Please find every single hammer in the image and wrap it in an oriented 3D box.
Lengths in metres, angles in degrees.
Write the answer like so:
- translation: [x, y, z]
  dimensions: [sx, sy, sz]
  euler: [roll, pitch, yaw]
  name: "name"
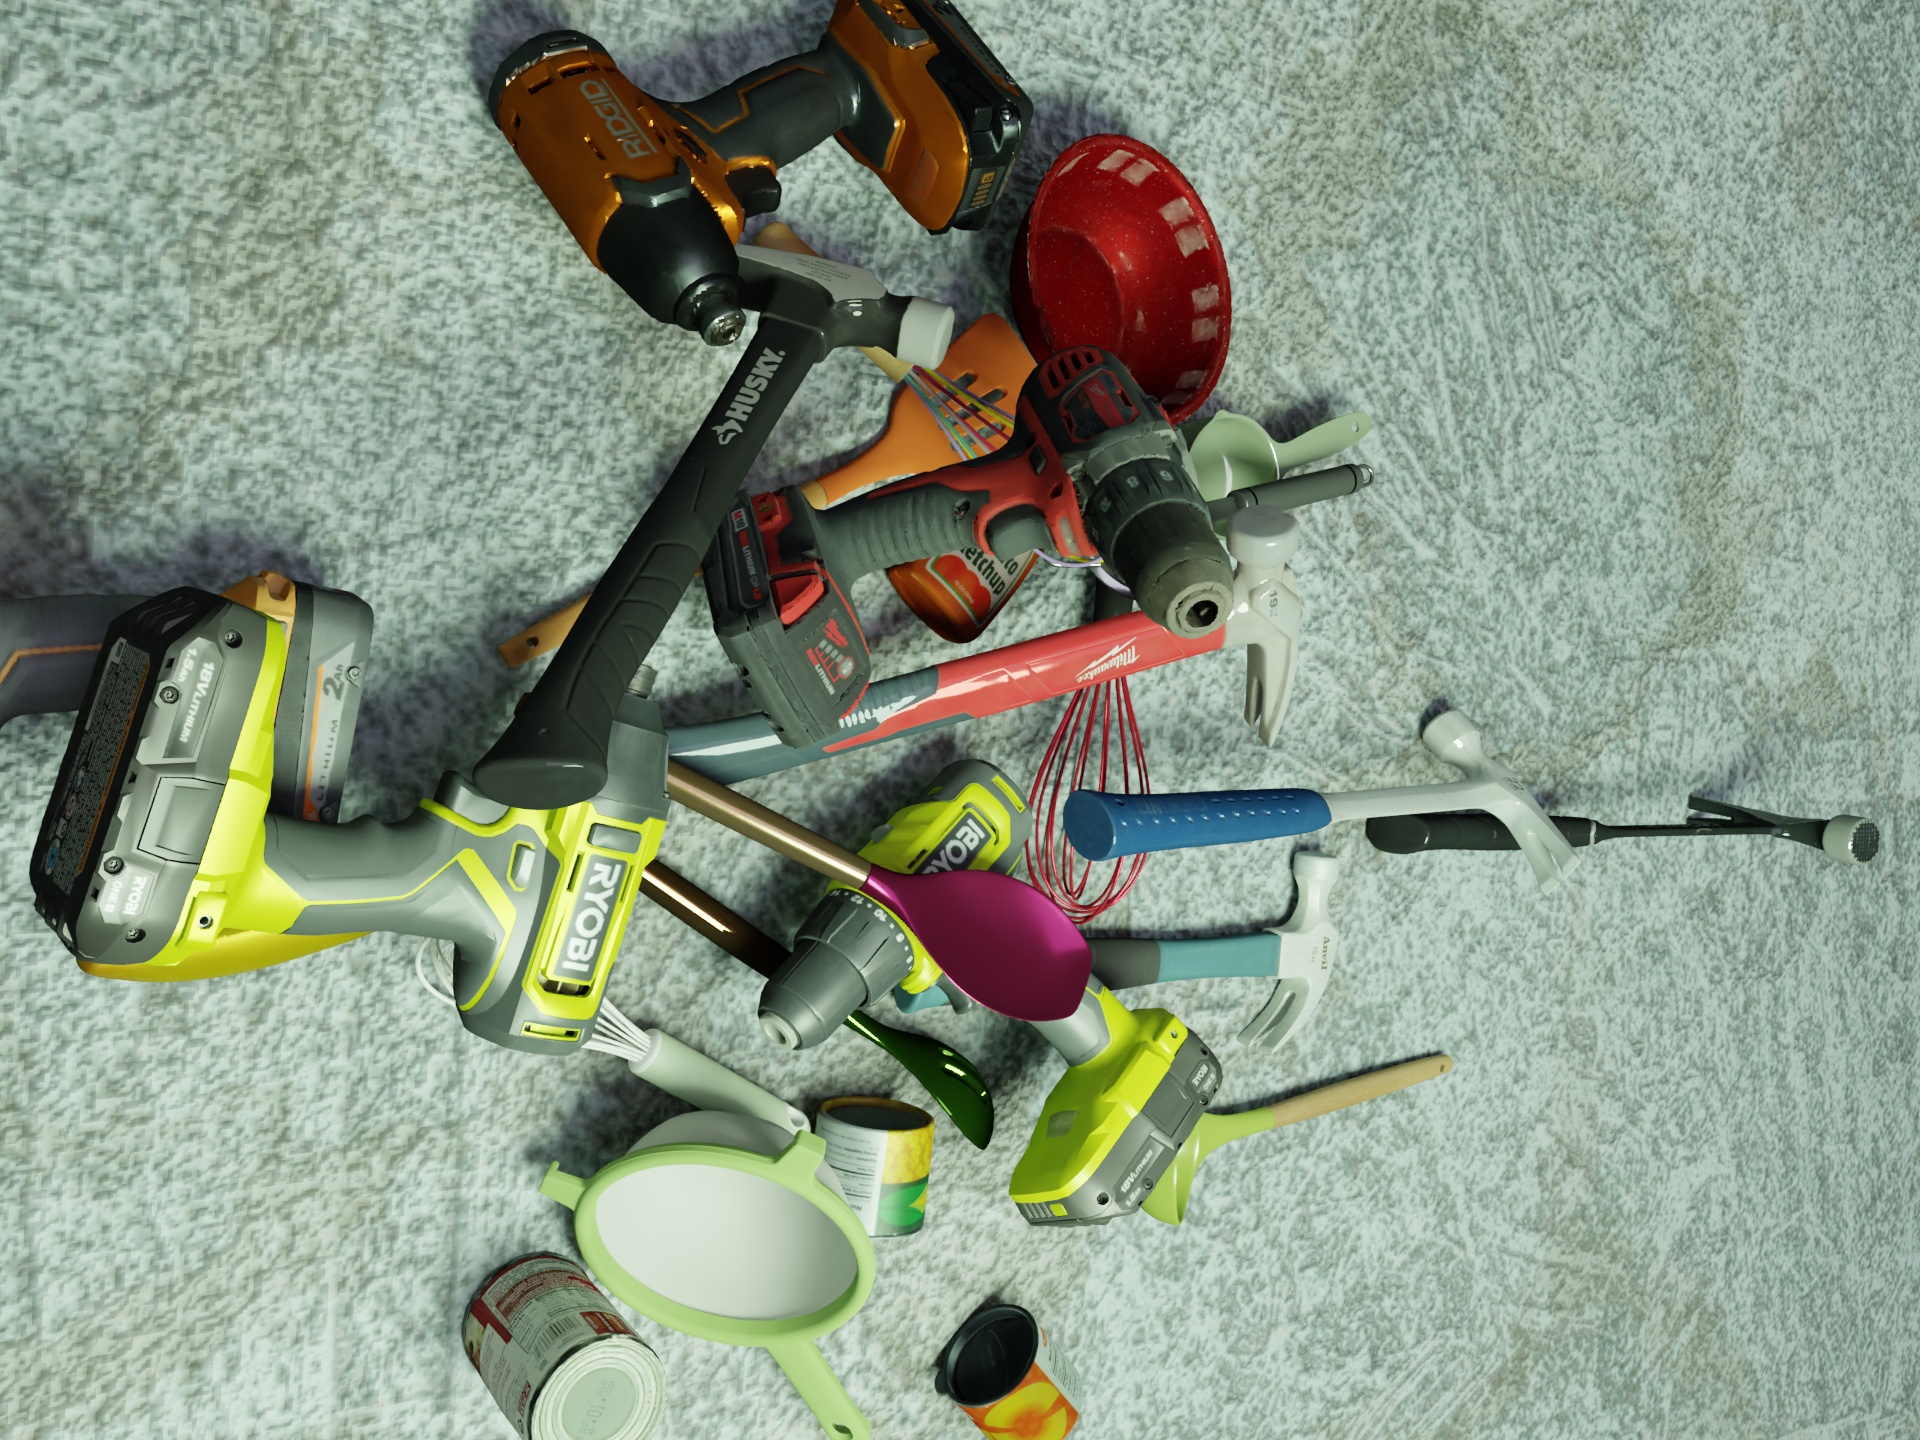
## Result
- translation: [-0.119, -0.097, 0.685]
  dimensions: [0.146, 0.035, 0.335]
  euler: [18, 52, 4]
  name: "hammer"
- translation: [0.472, 0.079, 1.170]
  dimensions: [0.408, 0.149, 0.036]
  euler: [1, 95, -24]
  name: "hammer"
- translation: [0.106, 0.147, 0.978]
  dimensions: [0.330, 0.033, 0.128]
  euler: [2, 93, -33]
  name: "hammer"
- translation: [-0.001, -0.003, 0.829]
  dimensions: [0.386, 0.038, 0.143]
  euler: [-16, 128, -13]
  name: "hammer"
- translation: [0.226, 0.056, 0.961]
  dimensions: [0.405, 0.144, 0.035]
  euler: [-1, 136, -39]
  name: "hammer"

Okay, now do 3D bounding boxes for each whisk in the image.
- translation: [-0.007, -0.170, 0.820]
  dimensions: [0.245, 0.047, 0.051]
  euler: [41, 73, -7]
  name: "whisk"
- translation: [0.086, -0.028, 0.929]
  dimensions: [0.073, 0.073, 0.296]
  euler: [10, 85, -33]
  name: "whisk"
- translation: [-0.165, 0.163, 0.800]
  dimensions: [0.059, 0.058, 0.246]
  euler: [-40, 124, 16]
  name: "whisk"

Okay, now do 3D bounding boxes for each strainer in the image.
- translation: [-0.096, 0.285, 0.832]
  dimensions: [0.069, 0.151, 0.256]
  euler: [-79, 152, -53]
  name: "strainer"
- translation: [0.159, -0.127, 0.930]
  dimensions: [0.258, 0.050, 0.087]
  euler: [-17, 87, -35]
  name: "strainer"

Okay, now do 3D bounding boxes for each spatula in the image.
- translation: [-0.089, -0.109, 0.815]
  dimensions: [0.322, 0.041, 0.081]
  euler: [-32, 96, -24]
  name: "spatula"

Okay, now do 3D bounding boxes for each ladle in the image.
- translation: [0.232, 0.263, 1.060]
  dimensions: [0.320, 0.062, 0.078]
  euler: [-5, 99, -35]
  name: "ladle"

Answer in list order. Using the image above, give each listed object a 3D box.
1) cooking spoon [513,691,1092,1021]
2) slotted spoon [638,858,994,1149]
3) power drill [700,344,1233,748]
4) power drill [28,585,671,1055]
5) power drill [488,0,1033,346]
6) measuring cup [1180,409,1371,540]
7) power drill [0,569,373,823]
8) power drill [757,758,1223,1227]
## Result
- translation: [-0.069, 0.064, 0.777]
  dimensions: [0.318, 0.017, 0.069]
  euler: [29, 64, -17]
  name: "cooking spoon"
- translation: [-0.088, 0.136, 0.842]
  dimensions: [0.313, 0.070, 0.031]
  euler: [40, 98, -24]
  name: "slotted spoon"
- translation: [0.004, -0.072, 0.723]
  dimensions: [0.226, 0.188, 0.080]
  euler: [-23, 133, 3]
  name: "power drill"
- translation: [-0.223, 0.034, 0.630]
  dimensions: [0.223, 0.080, 0.171]
  euler: [20, 86, -43]
  name: "power drill"
- translation: [-0.080, -0.261, 0.744]
  dimensions: [0.226, 0.084, 0.164]
  euler: [-26, 72, -28]
  name: "power drill"
- translation: [0.190, -0.164, 0.993]
  dimensions: [0.167, 0.038, 0.083]
  euler: [-25, 108, -30]
  name: "measuring cup"
- translation: [-0.367, 0.009, 0.628]
  dimensions: [0.226, 0.084, 0.185]
  euler: [10, 92, -30]
  name: "power drill"
- translation: [0.016, 0.158, 0.843]
  dimensions: [0.228, 0.080, 0.190]
  euler: [49, 55, -7]
  name: "power drill"
